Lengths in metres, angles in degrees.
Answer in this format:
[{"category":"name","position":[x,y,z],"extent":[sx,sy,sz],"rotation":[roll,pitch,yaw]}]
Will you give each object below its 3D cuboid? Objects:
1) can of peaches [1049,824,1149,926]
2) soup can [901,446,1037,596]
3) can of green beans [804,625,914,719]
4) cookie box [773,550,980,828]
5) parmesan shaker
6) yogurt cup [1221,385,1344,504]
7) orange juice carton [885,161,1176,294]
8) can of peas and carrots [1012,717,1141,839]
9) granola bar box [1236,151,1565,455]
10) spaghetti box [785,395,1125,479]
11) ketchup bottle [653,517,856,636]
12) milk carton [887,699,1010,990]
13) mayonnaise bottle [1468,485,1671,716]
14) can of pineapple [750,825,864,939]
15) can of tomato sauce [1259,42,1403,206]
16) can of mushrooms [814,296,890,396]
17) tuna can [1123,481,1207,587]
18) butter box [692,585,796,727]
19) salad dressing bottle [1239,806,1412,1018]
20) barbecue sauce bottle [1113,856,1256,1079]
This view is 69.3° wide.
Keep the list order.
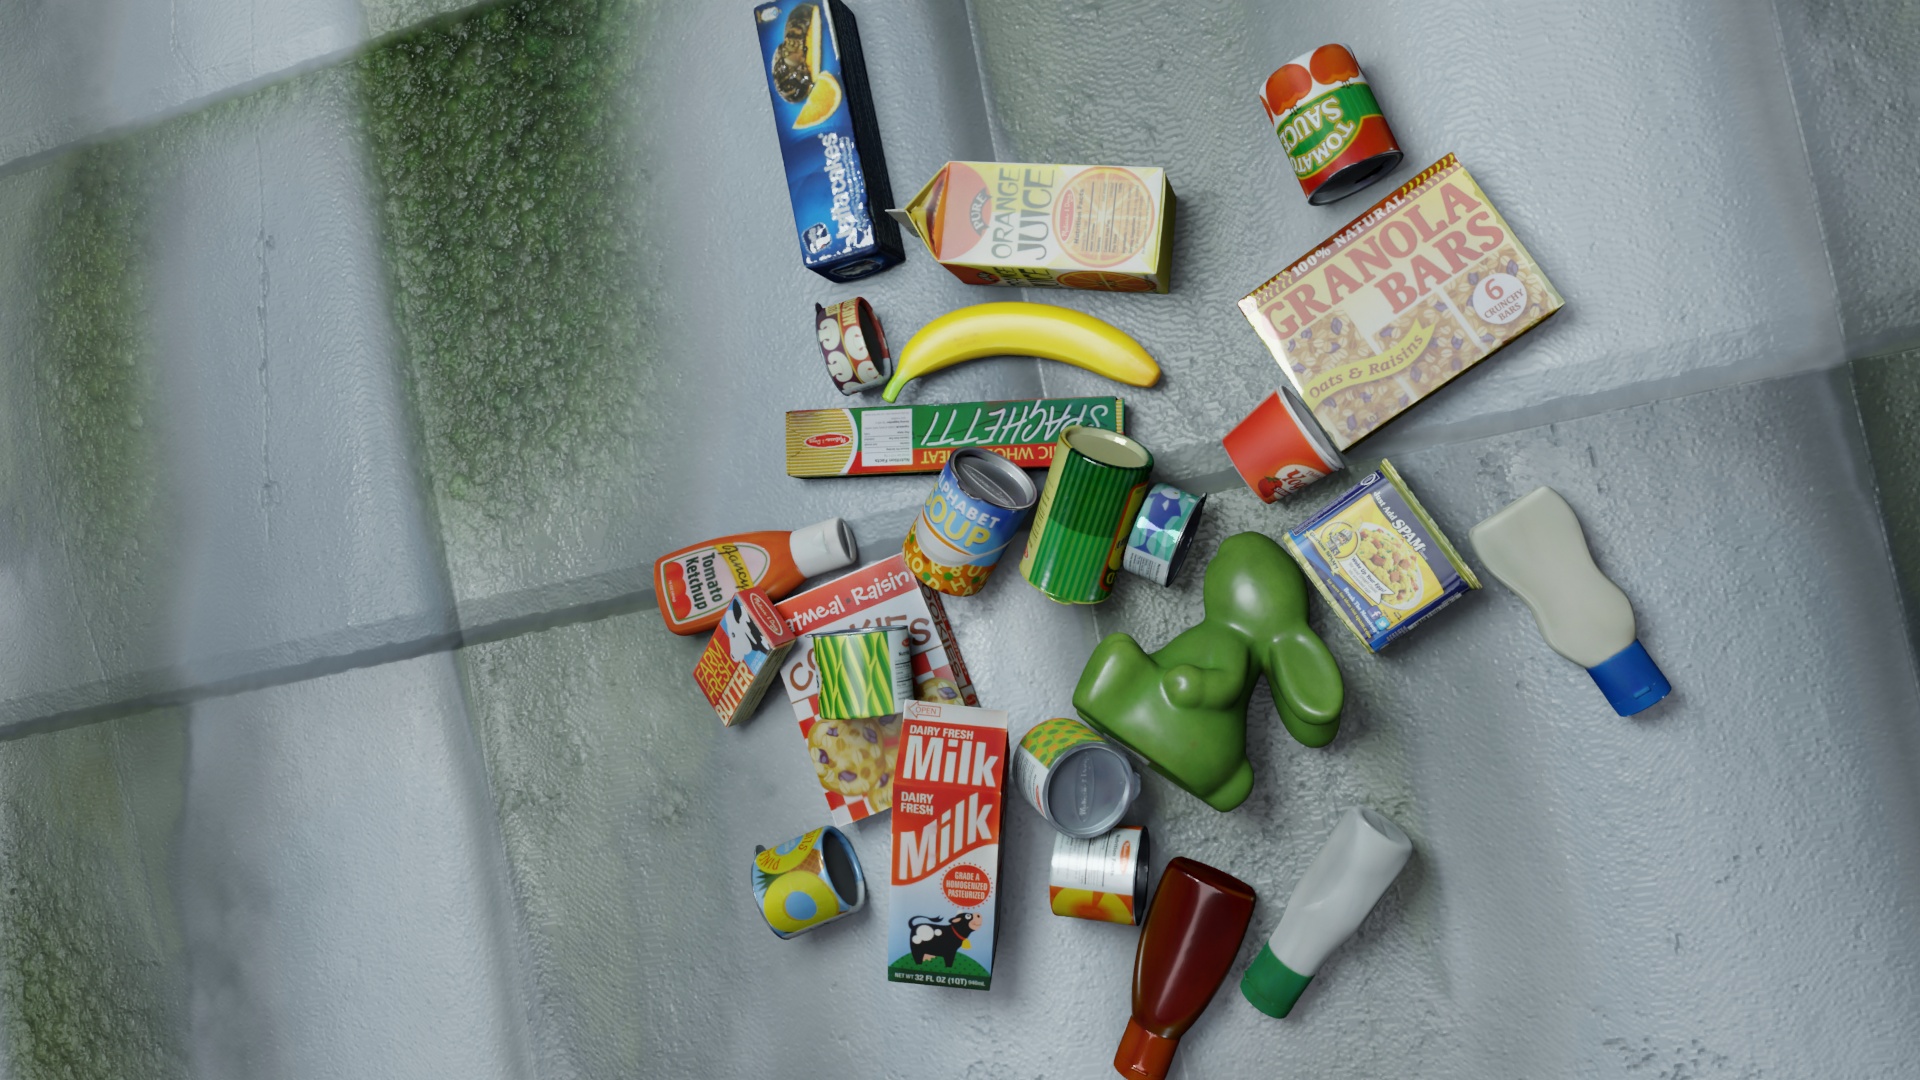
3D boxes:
[{"category":"can of peaches","position":[0.095,0.226,0.942],"extent":[0.058,0.071,0.071],"rotation":[3,89,15]},{"category":"soup can","position":[0.003,-0.012,0.957],"extent":[0.071,0.071,0.083],"rotation":[38,122,13]},{"category":"can of green beans","position":[-0.066,0.089,0.946],"extent":[0.071,0.071,0.058],"rotation":[-5,89,15]},{"category":"cookie box","position":[-0.059,0.105,1.001],"extent":[0.123,0.040,0.167],"rotation":[-22,84,13]},{"category":"parmesan shaker","position":[0.084,-0.017,0.931],"extent":[0.071,0.071,0.102],"rotation":[23,118,15]},{"category":"yogurt cup","position":[0.211,-0.061,0.920],"extent":[0.054,0.072,0.072],"rotation":[-37,80,20]},{"category":"orange juice carton","position":[0.048,-0.217,0.965],"extent":[0.193,0.072,0.073],"rotation":[6,90,15]},{"category":"can of peas and carrots","position":[0.077,0.158,0.932],"extent":[0.071,0.059,0.070],"rotation":[-4,101,-19]},{"category":"granola bar box","position":[0.286,-0.153,0.914],"extent":[0.165,0.039,0.124],"rotation":[-35,81,12]},{"category":"spaghetti box","position":[-0.005,-0.073,0.997],"extent":[0.250,0.029,0.050],"rotation":[-1,88,15]},{"category":"ketchup bottle","position":[-0.151,0.022,1.026],"extent":[0.149,0.043,0.065],"rotation":[-18,77,13]},{"category":"milk carton","position":[-0.007,0.198,0.934],"extent":[0.072,0.074,0.189],"rotation":[5,107,5]},{"category":"mayonnaise bottle","position":[0.389,0.040,0.880],"extent":[0.064,0.041,0.148],"rotation":[-35,81,13]},{"category":"can of pineapple","position":[-0.109,0.243,0.995],"extent":[0.058,0.071,0.071],"rotation":[-25,82,13]},{"category":"can of tomato sauce","position":[0.242,-0.274,0.915],"extent":[0.071,0.071,0.083],"rotation":[-24,82,14]},{"category":"can of mushrooms","position":[-0.077,-0.142,0.998],"extent":[0.033,0.071,0.071],"rotation":[-16,84,14]},{"category":"tuna can","position":[0.138,-0.007,0.937],"extent":[0.033,0.071,0.071],"rotation":[23,95,15]},{"category":"butter box","position":[-0.158,0.085,1.007],"extent":[0.053,0.024,0.103],"rotation":[53,133,22]},{"category":"salad dressing bottle","position":[0.236,0.244,0.907],"extent":[0.044,0.064,0.147],"rotation":[29,105,-2]},{"category":"barbecue sauce bottle","position":[0.145,0.293,0.937],"extent":[0.065,0.044,0.148],"rotation":[21,94,14]}]
